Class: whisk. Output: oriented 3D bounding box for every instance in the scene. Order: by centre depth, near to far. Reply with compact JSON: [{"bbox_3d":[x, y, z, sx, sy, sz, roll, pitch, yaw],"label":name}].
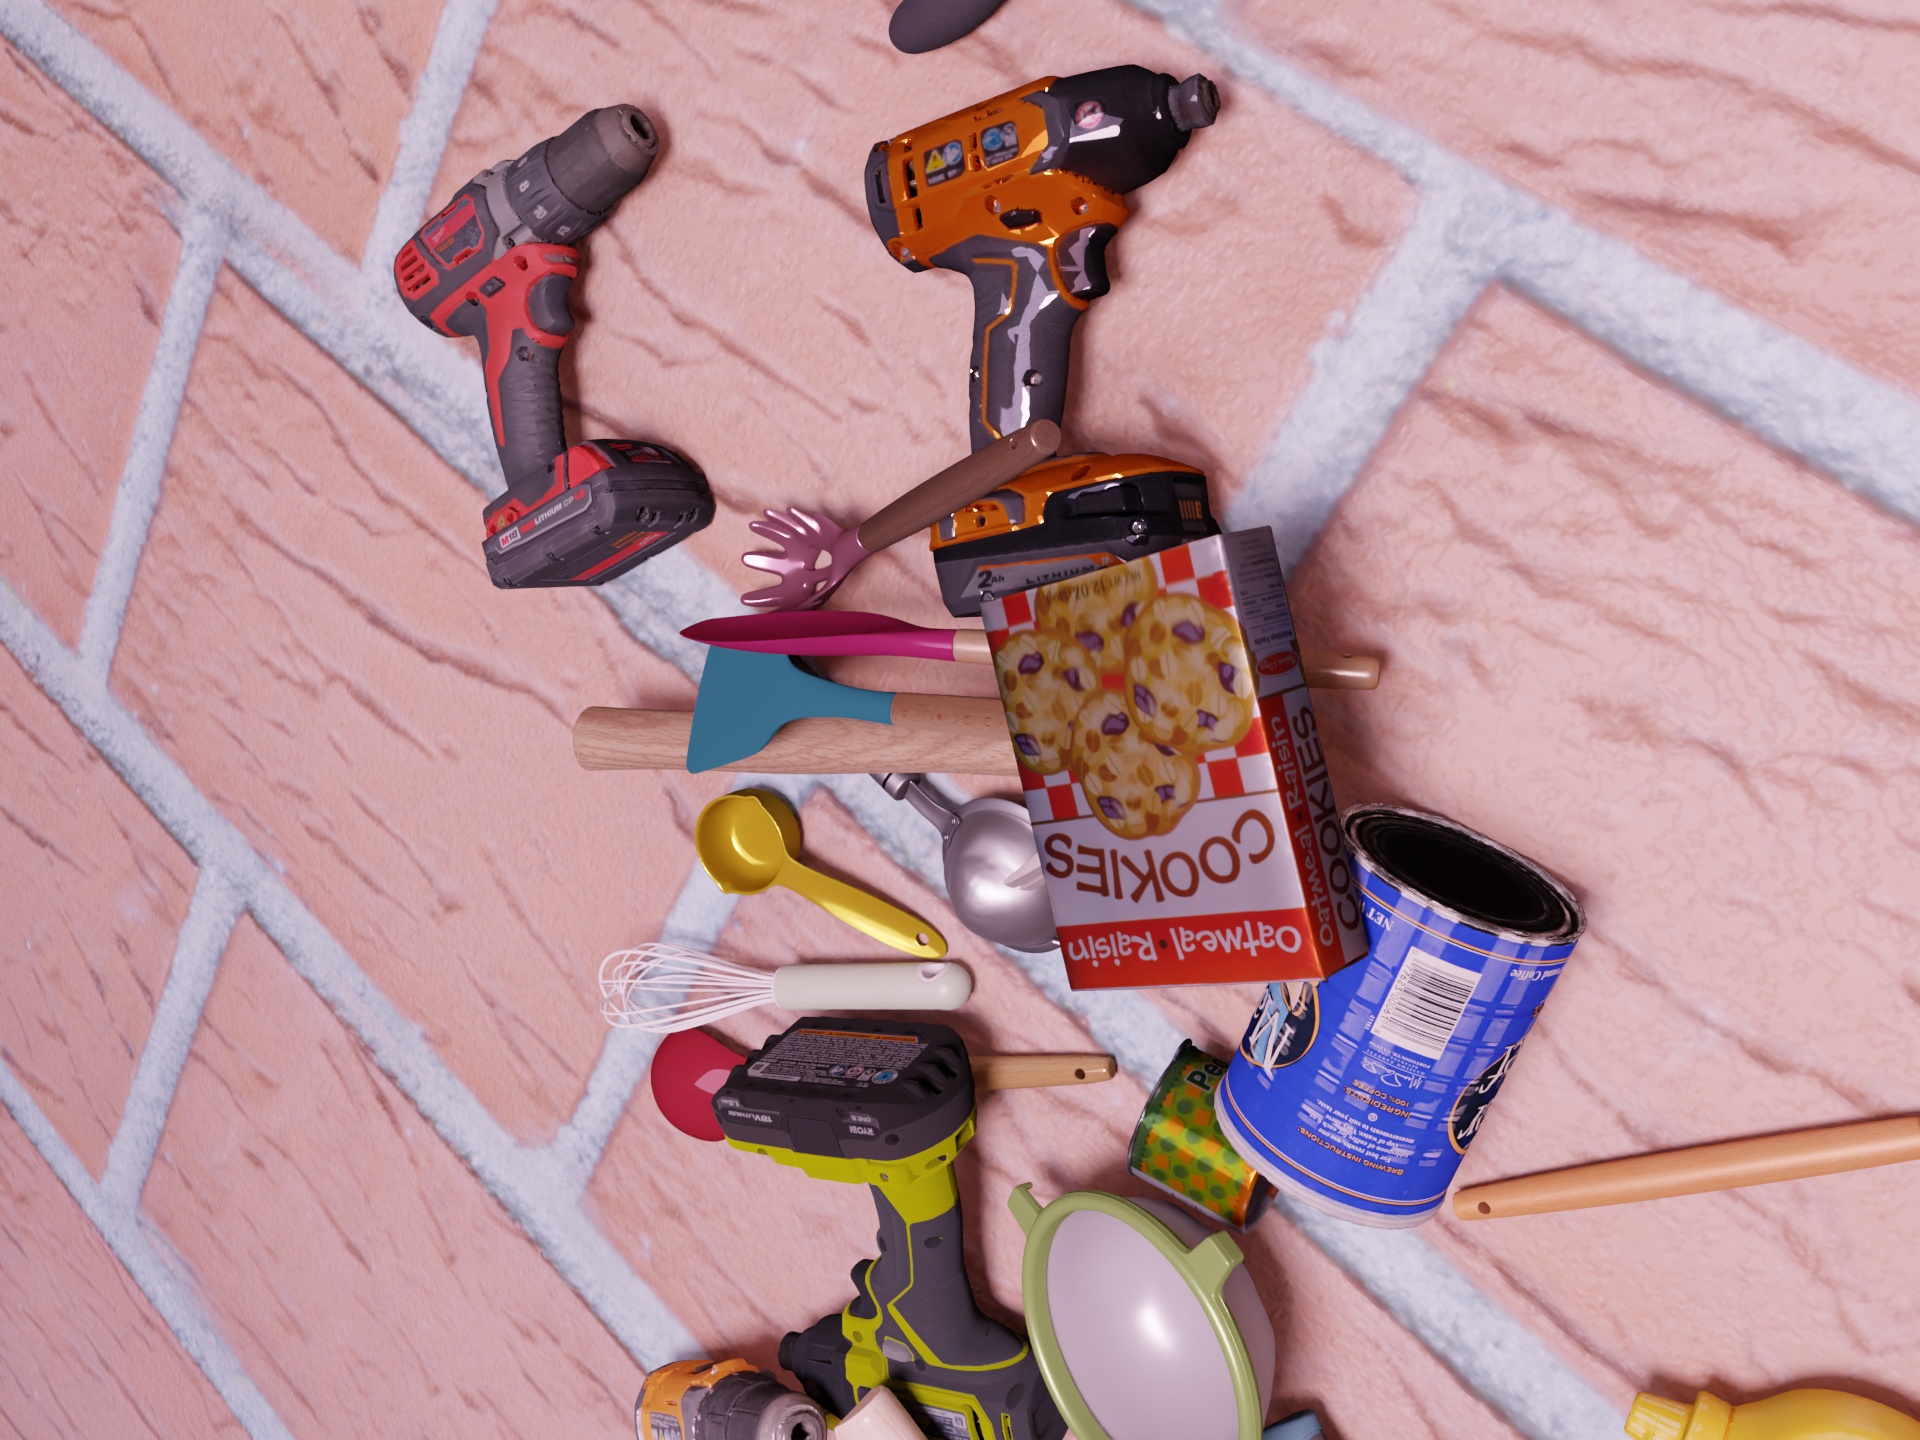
[{"bbox_3d":[0.074,-0.352,0.666,0.284,0.070,0.070,-15,90,38],"label":"whisk"},{"bbox_3d":[-0.103,0.148,0.874,0.246,0.058,0.059,-6,115,29],"label":"whisk"}]

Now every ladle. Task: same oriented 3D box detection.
[{"bbox_3d":[-0.057,0.195,0.864,0.315,0.031,0.069,-10,94,32],"label":"ladle"}]

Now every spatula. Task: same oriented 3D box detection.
[{"bbox_3d":[0.335,0.163,0.597,0.322,0.041,0.081,-22,87,34],"label":"spatula"},{"bbox_3d":[-0.001,-0.002,0.734,0.317,0.044,0.082,6,79,25],"label":"spatula"}]

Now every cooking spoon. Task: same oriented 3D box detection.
[{"bbox_3d":[0.023,-0.031,0.710,0.319,0.069,0.017,4,106,18],"label":"cooking spoon"}]

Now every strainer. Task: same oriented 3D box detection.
[{"bbox_3d":[0.111,0.334,0.741,0.151,0.069,0.256,-9,95,54],"label":"strainer"},{"bbox_3d":[-0.026,0.038,0.810,0.259,0.050,0.086,43,133,23],"label":"strainer"}]

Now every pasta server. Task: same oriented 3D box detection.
[{"bbox_3d":[-0.038,-0.088,0.710,0.316,0.040,0.060,168,104,-66],"label":"pasta server"}]

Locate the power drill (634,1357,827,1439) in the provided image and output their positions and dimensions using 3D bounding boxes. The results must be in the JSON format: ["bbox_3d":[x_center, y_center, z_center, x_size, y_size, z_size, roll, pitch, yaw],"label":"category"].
[{"bbox_3d":[-0.110,0.468,0.868,0.185,0.084,0.226,-31,66,54],"label":"power drill"}]

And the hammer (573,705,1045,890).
[{"bbox_3d":[-0.060,0.014,0.792,0.331,0.031,0.130,0,79,29],"label":"hammer"}]

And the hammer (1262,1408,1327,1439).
[{"bbox_3d":[0.233,0.427,0.650,0.331,0.033,0.128,48,133,39],"label":"hammer"}]

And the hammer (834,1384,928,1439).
[{"bbox_3d":[0.088,0.491,0.760,0.411,0.038,0.146,49,139,8],"label":"hammer"}]

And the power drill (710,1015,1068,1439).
[{"bbox_3d":[-0.044,0.272,0.825,0.171,0.080,0.223,-3,108,32],"label":"power drill"}]

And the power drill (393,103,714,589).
[{"bbox_3d":[-0.212,-0.202,0.866,0.188,0.080,0.227,-23,83,33],"label":"power drill"}]

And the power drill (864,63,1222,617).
[{"bbox_3d":[0.049,-0.168,0.701,0.164,0.084,0.226,-9,90,33],"label":"power drill"}]

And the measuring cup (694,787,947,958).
[{"bbox_3d":[-0.072,0.086,0.860,0.156,0.029,0.062,26,112,14],"label":"measuring cup"}]
